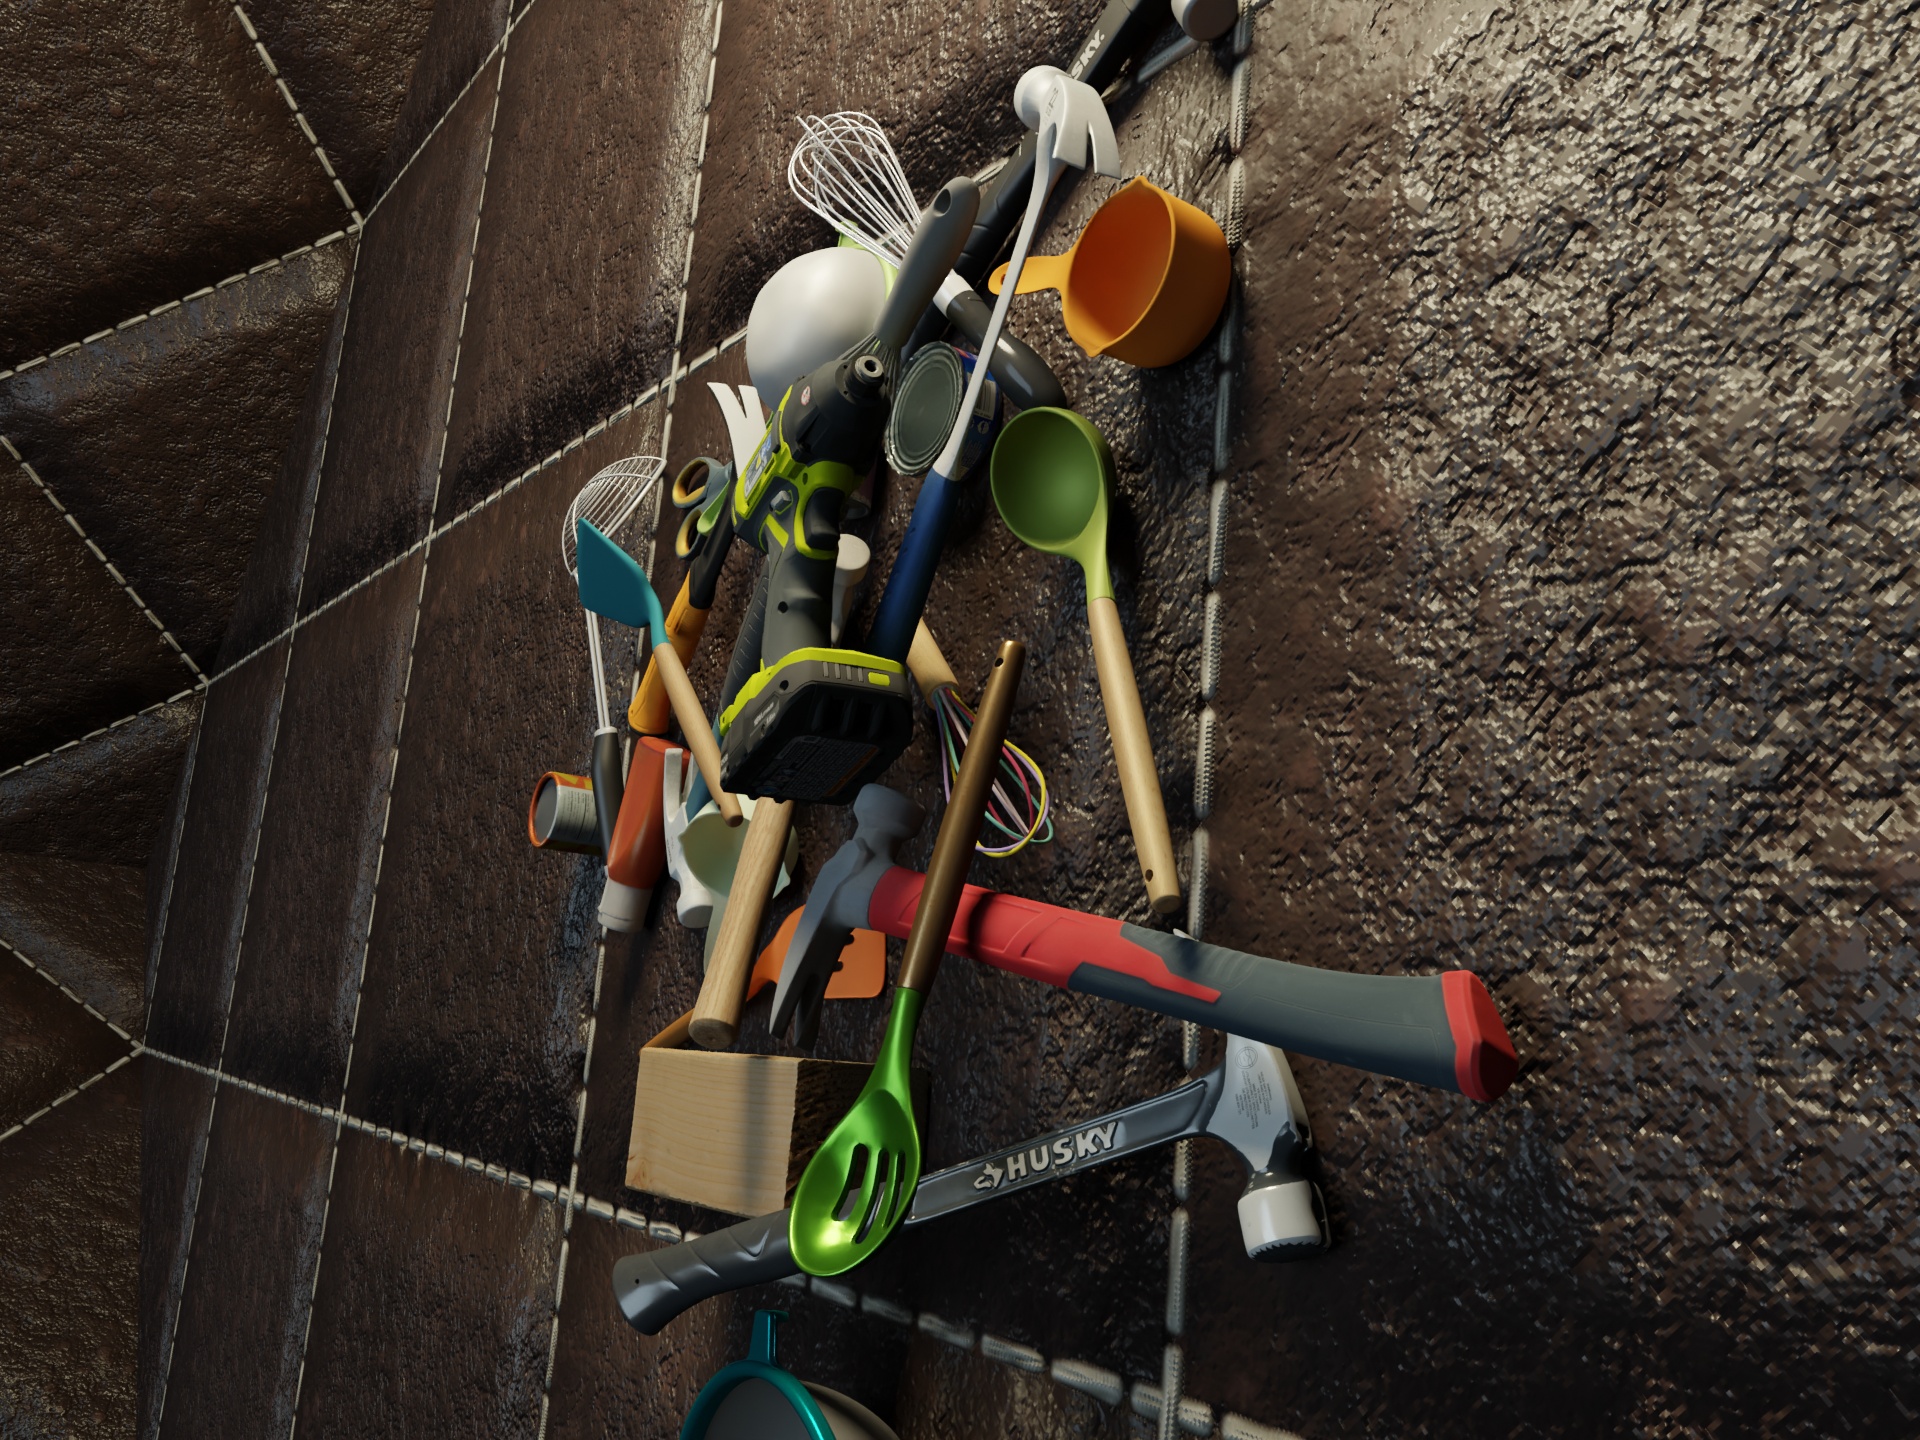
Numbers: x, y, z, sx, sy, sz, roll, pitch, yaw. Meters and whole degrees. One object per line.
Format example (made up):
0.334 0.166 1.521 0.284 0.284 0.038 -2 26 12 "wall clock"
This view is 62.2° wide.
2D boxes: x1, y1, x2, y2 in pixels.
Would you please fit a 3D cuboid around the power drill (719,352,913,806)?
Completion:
-0.080 -0.079 0.879 0.171 0.080 0.223 137 135 -56 "power drill"

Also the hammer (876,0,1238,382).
0.036 -0.337 0.976 0.334 0.035 0.146 -50 43 35 "hammer"

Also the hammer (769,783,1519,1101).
0.058 0.121 0.713 0.386 0.038 0.143 8 70 47 "hammer"

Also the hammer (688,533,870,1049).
-0.110 0.046 0.969 0.130 0.031 0.332 113 171 -52 "hammer"

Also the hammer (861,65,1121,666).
-0.004 -0.145 0.877 0.144 0.035 0.405 -106 33 -61 "hammer"

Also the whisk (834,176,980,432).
-0.041 -0.233 0.943 0.239 0.055 0.055 130 139 -53 "whisk"

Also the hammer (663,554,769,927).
-0.154 -0.008 1.097 0.128 0.033 0.330 -110 34 -41 "hammer"

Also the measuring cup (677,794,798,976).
-0.155 0.118 1.100 0.038 0.083 0.167 -59 -13 -52 "measuring cup"

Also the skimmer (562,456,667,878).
-0.278 -0.049 1.347 0.127 0.090 0.363 -26 69 56 "skimmer"

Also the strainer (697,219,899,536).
-0.141 -0.241 1.152 0.256 0.069 0.152 -52 42 23 "strainer"

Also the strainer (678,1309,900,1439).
-0.042 0.474 0.779 0.341 0.095 0.211 50 123 47 "strainer"

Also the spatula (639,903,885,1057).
-0.147 0.190 1.086 0.322 0.041 0.081 -38 50 49 "spatula"

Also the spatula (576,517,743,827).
-0.214 -0.031 1.124 0.318 0.044 0.082 -122 32 -44 "spatula"

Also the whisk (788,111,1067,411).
-0.022 -0.278 0.966 0.285 0.070 0.070 53 125 24 "whisk"

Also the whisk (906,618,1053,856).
0.000 -0.004 0.917 0.245 0.051 0.047 -118 38 -51 "whisk"

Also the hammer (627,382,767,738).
-0.198 -0.094 1.174 0.336 0.034 0.127 -55 43 50 "hammer"

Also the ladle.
0.062 -0.040 0.776 0.078 0.062 0.321 -55 29 38 "ladle"

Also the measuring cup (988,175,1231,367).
0.079 -0.237 0.868 0.174 0.052 0.095 20 96 58 "measuring cup"

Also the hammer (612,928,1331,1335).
-0.021 0.229 0.774 0.409 0.036 0.149 -26 53 28 "hammer"

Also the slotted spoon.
-0.014 0.103 0.746 0.070 0.031 0.314 -3 62 43 "slotted spoon"
